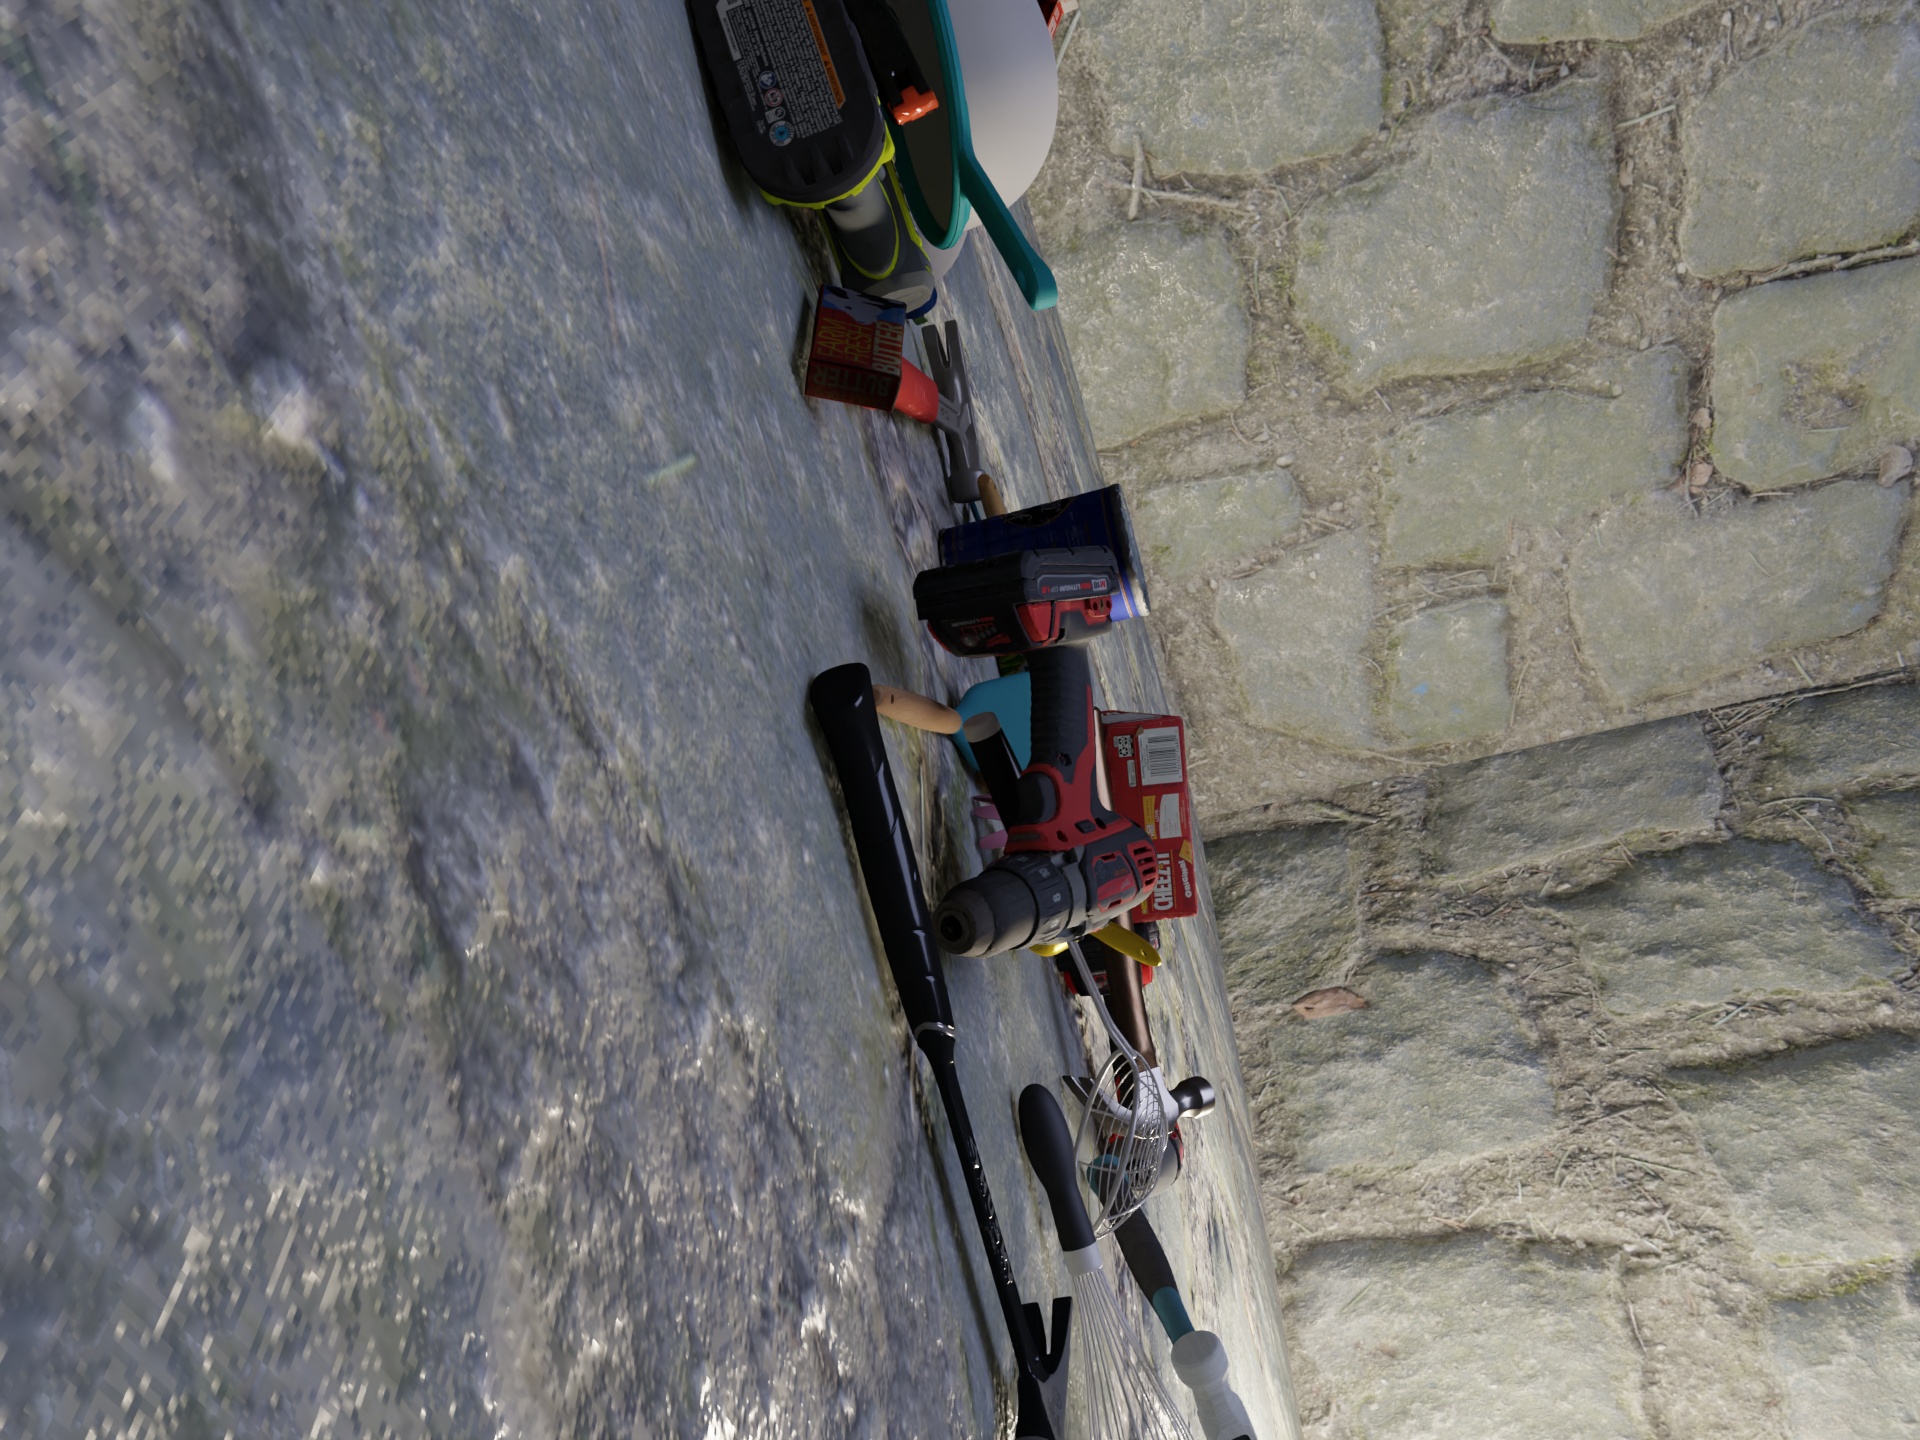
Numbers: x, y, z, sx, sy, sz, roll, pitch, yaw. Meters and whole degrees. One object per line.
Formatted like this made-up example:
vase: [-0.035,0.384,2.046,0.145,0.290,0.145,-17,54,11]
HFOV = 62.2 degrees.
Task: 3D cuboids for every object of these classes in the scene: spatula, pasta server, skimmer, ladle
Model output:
spatula: [-0.002,-0.003,0.995,0.317,0.044,0.082,16,74,-77]
pasta server: [0.057,0.115,1.217,0.316,0.040,0.060,59,20,-70]
skimmer: [0.050,0.168,1.024,0.127,0.090,0.363,-91,159,-70]
ladle: [0.042,-0.149,1.382,0.315,0.031,0.069,57,27,-74]

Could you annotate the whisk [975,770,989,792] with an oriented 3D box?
whisk: [0.058,0.071,1.227,0.244,0.047,0.051,46,33,-64]

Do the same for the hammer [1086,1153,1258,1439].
hammer: [0.132,0.373,1.038,0.331,0.033,0.128,-125,-168,-76]

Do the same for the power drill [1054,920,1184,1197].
power drill: [0.138,0.278,1.309,0.143,0.078,0.220,12,68,-78]

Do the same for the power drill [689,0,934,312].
power drill: [-0.080,-0.345,0.926,0.223,0.080,0.171,13,58,-82]

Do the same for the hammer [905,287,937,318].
hammer: [-0.091,-0.445,1.095,0.405,0.035,0.144,65,15,-48]

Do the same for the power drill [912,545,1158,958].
power drill: [0.036,0.020,0.911,0.188,0.080,0.226,-12,94,-54]

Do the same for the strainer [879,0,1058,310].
strainer: [0.029,-0.378,1.009,0.210,0.095,0.341,89,-17,-53]

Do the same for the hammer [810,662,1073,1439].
hammer: [-0.006,0.170,0.786,0.149,0.036,0.409,-52,128,-78]

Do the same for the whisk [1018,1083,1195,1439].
whisk: [0.084,0.364,0.982,0.070,0.070,0.285,12,61,-78]

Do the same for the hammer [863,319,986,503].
hammer: [-0.032,-0.243,1.141,0.359,0.037,0.149,-19,99,-79]

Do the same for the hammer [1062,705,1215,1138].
hammer: [0.116,0.154,1.220,0.130,0.031,0.331,-7,85,-40]

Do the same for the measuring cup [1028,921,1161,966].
measuring cup: [0.079,0.144,1.065,0.157,0.029,0.062,16,-50,60]

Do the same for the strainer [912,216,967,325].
strainer: [-0.029,-0.453,1.336,0.257,0.069,0.151,-87,161,-52]

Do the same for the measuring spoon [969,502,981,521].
measuring spoon: [0.009,-0.162,1.339,0.129,0.021,0.042,-103,174,-61]
